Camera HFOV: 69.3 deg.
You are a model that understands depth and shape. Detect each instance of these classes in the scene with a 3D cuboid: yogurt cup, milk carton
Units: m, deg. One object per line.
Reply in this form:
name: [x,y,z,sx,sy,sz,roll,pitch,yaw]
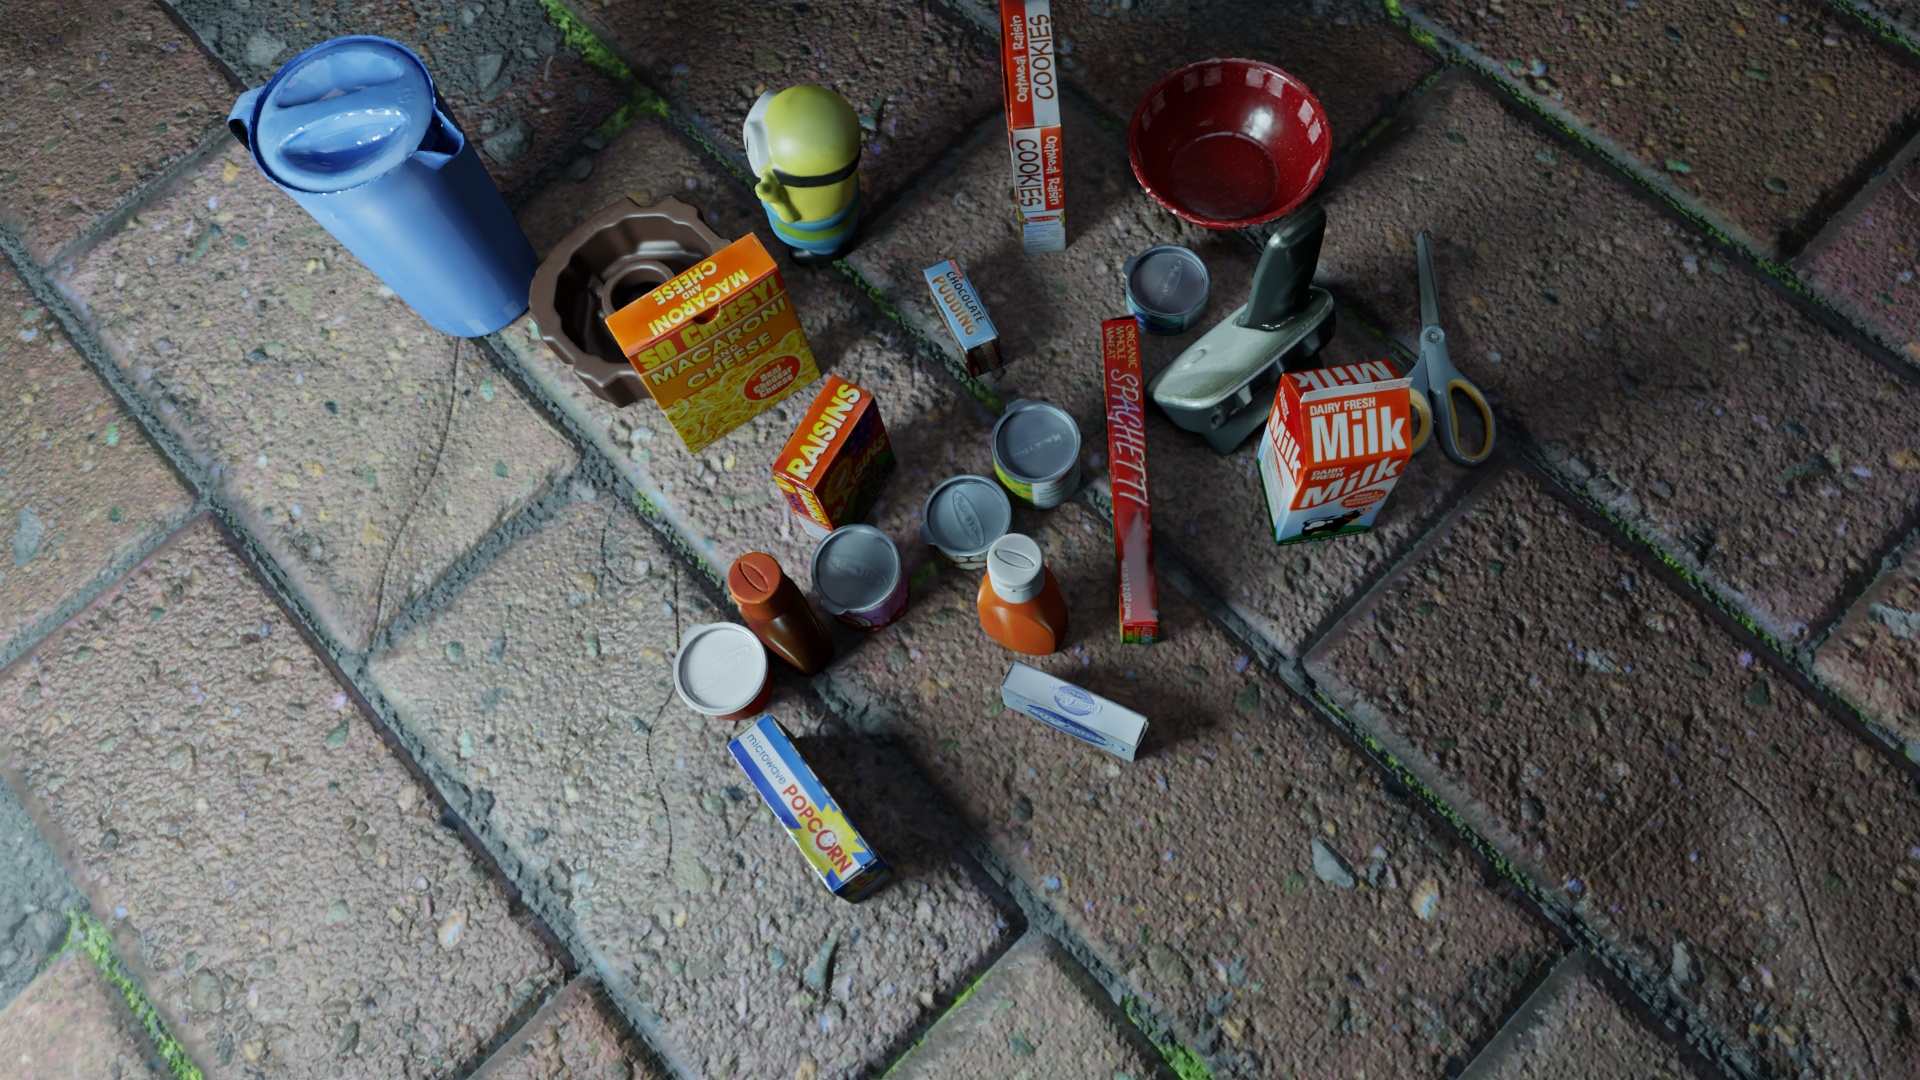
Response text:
yogurt cup: [-0.168,0.098,1.006,0.072,0.053,0.072,-2,69,5]
milk carton: [0.257,-0.065,0.957,0.072,0.190,0.073,-9,69,2]

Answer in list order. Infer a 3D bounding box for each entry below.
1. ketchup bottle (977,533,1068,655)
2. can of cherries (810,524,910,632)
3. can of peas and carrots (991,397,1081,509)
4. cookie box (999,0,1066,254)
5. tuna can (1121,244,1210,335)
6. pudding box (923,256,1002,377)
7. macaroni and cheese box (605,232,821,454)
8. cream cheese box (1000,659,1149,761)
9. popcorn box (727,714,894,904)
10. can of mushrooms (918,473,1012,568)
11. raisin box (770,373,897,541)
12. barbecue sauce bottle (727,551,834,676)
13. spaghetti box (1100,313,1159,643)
ketchup bottle: [0.041,0.038,0.959,0.065,0.148,0.043,20,73,12]
can of cherries: [-0.074,0.031,1.021,0.071,0.058,0.072,-2,69,5]
can of peas and carrots: [0.057,-0.065,1.045,0.071,0.058,0.071,-2,69,5]
cookie box: [0.057,-0.322,1.085,0.040,0.167,0.123,-5,69,4]
tuna can: [0.161,-0.199,1.100,0.071,0.032,0.071,-2,69,5]
pudding box: [0.003,-0.177,1.097,0.030,0.049,0.084,-25,69,-4]
macaroni and cheese box: [-0.178,-0.142,1.038,0.124,0.166,0.040,-33,70,-7]
cream cheese box: [0.080,0.120,0.976,0.104,0.053,0.024,23,74,13]
popcorn box: [-0.102,0.185,0.951,0.038,0.085,0.127,-37,71,-8]
can of mushrooms: [0.004,-0.013,1.044,0.071,0.033,0.071,-2,69,5]
raisin box: [-0.091,-0.055,1.020,0.040,0.123,0.086,27,74,14]
barbecue sauce bottle: [-0.128,0.050,0.971,0.044,0.148,0.065,-42,72,-10]
spaghetti box: [0.126,-0.048,1.037,0.029,0.050,0.251,-3,69,4]
